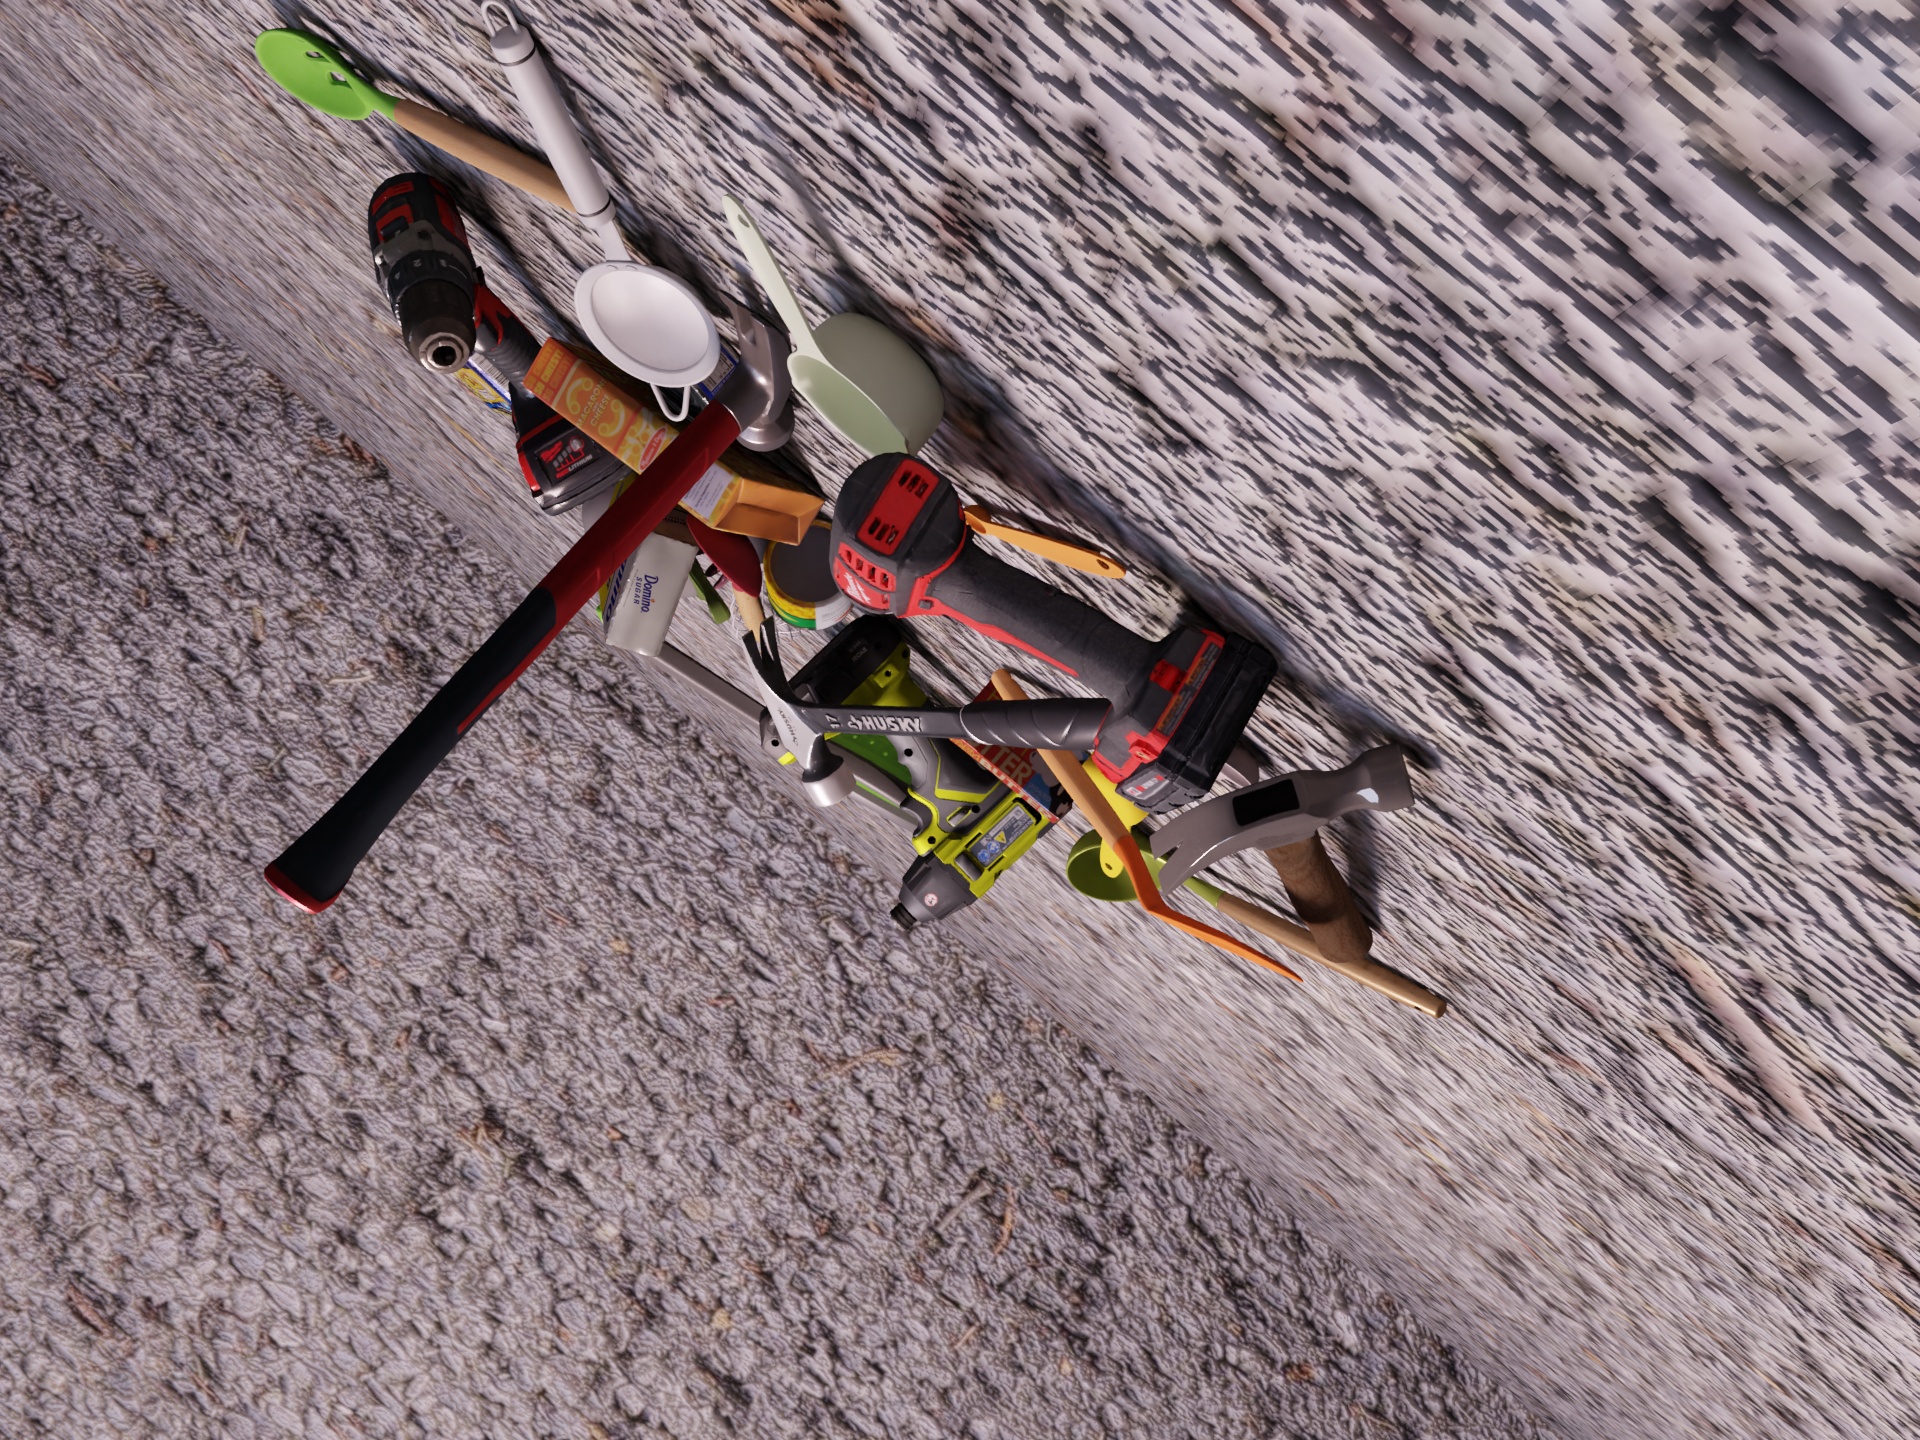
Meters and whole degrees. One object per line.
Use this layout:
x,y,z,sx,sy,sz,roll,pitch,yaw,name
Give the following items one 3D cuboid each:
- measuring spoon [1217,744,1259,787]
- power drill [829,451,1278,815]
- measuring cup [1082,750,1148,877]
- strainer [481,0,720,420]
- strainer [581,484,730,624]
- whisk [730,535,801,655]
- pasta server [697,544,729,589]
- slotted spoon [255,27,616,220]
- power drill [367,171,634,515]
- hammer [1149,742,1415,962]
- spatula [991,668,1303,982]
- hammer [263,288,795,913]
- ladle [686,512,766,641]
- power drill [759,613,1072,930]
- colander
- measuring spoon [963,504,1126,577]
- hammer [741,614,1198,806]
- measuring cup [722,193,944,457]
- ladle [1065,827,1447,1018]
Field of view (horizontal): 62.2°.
0.149,0.022,0.935,0.034,0.018,0.124,39,176,-7,measuring spoon
0.034,-0.044,0.788,0.219,0.078,0.143,31,169,0,power drill
0.105,0.076,1.125,0.062,0.029,0.156,35,151,23,measuring cup
-0.184,-0.261,0.826,0.087,0.050,0.258,8,151,18,strainer
-0.257,-0.129,1.318,0.257,0.069,0.151,49,167,51,strainer
-0.158,-0.121,1.269,0.070,0.070,0.284,38,164,7,whisk
-0.193,-0.144,1.228,0.060,0.040,0.316,58,175,-4,pasta server
-0.307,-0.345,0.926,0.314,0.031,0.070,32,167,27,slotted spoon
-0.310,-0.241,1.074,0.226,0.080,0.188,55,-173,-49,power drill
0.192,0.090,0.876,0.331,0.130,0.031,46,-149,-63,hammer
0.097,0.056,0.993,0.081,0.041,0.323,31,-163,-42,spatula
-0.224,-0.059,0.839,0.038,0.386,0.143,39,169,7,hammer
-0.156,-0.092,1.150,0.069,0.031,0.315,54,173,5,ladle
-0.045,0.043,1.238,0.223,0.171,0.080,46,-178,-11,power drill
-0.124,-0.017,1.345,0.396,0.094,0.205,35,170,-30,colander
0.043,-0.094,0.824,0.117,0.011,0.021,25,162,41,measuring spoon
-0.002,-0.003,1.013,0.409,0.036,0.149,1,125,50,hammer
-0.058,-0.184,0.724,0.083,0.038,0.167,31,164,36,measuring cup
0.203,0.150,1.146,0.320,0.062,0.078,25,158,44,ladle
